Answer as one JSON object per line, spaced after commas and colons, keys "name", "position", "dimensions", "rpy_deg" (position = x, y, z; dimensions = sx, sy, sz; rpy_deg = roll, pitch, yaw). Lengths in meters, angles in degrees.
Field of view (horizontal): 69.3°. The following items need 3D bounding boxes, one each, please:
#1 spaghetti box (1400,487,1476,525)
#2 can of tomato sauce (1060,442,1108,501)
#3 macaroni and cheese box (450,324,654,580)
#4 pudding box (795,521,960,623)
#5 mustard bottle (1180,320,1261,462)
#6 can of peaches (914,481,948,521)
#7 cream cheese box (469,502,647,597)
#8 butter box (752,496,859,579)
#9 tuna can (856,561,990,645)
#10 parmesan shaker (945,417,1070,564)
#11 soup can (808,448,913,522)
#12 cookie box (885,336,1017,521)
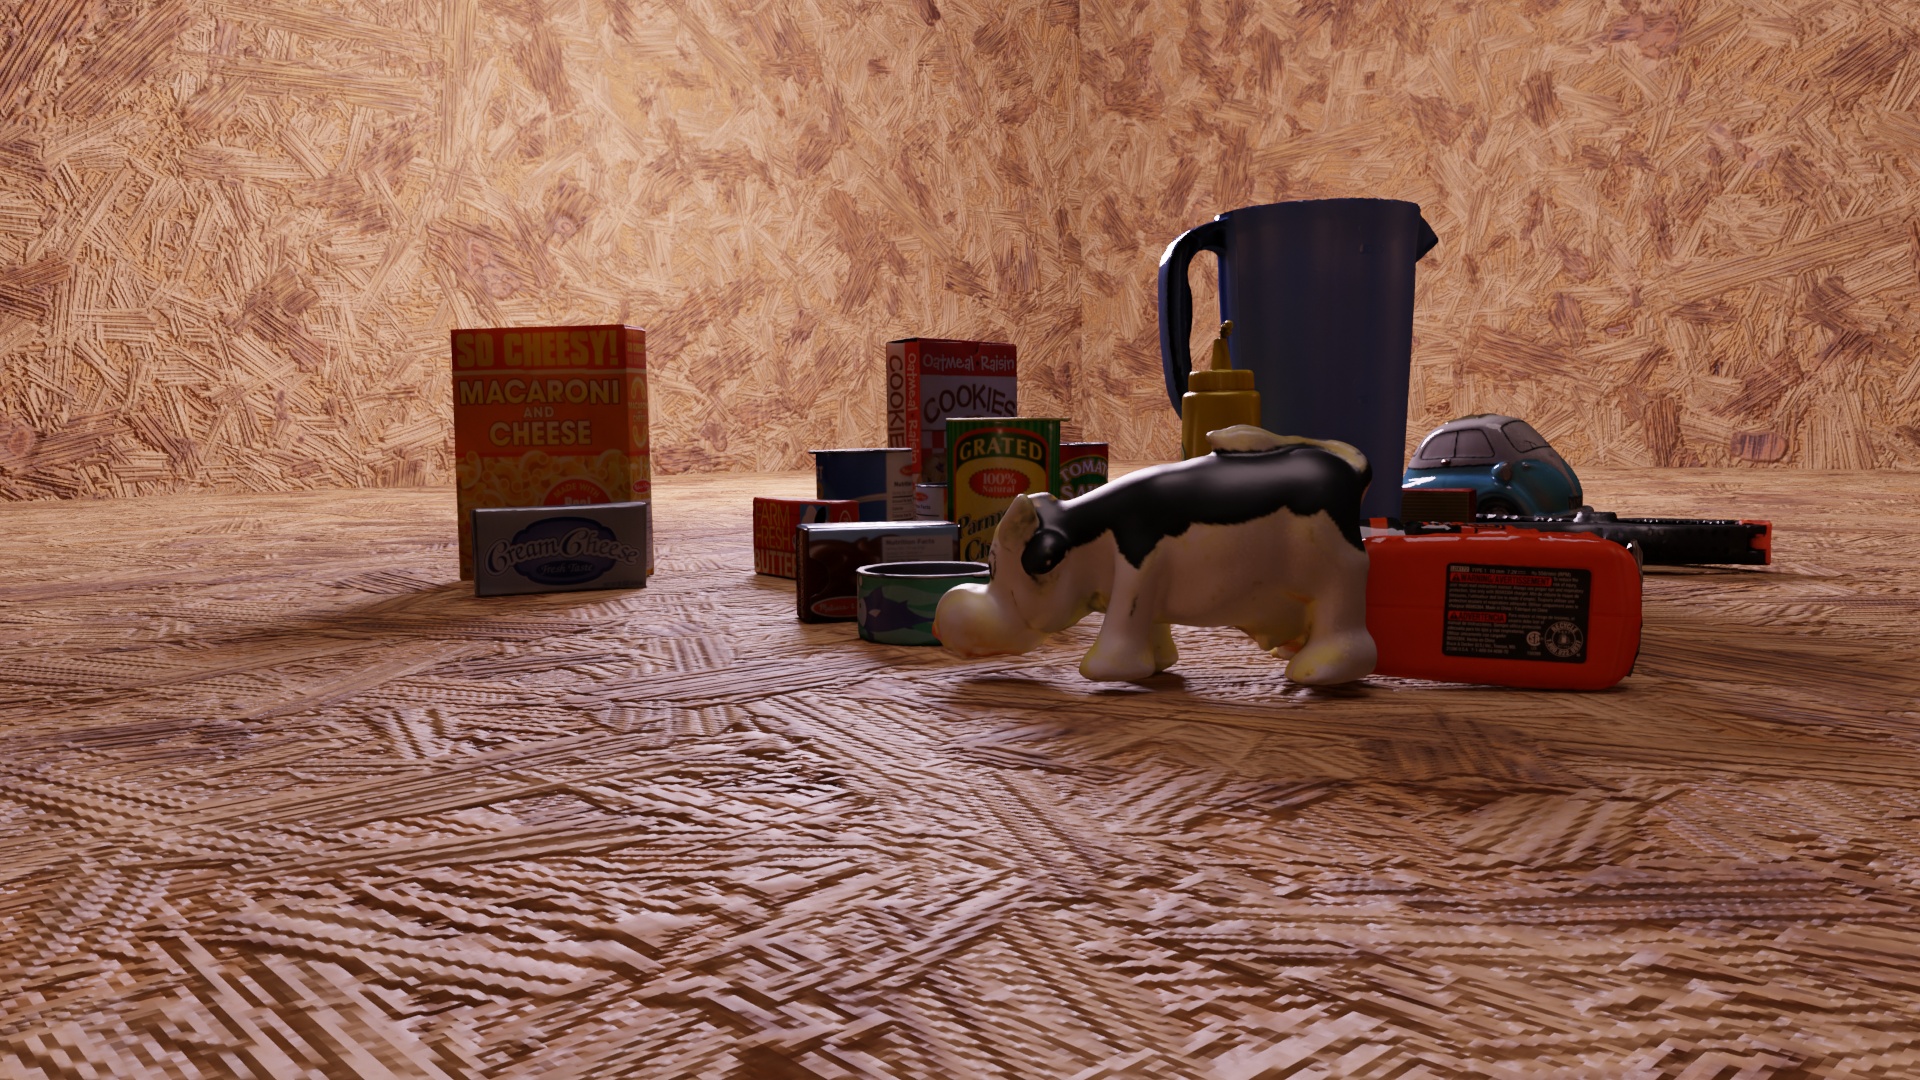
{"name": "spaghetti box", "position": [0.247, -0.015, 1.025], "dimensions": [0.250, 0.050, 0.029], "rpy_deg": [2, 5, 27]}
{"name": "can of tomato sauce", "position": [0.089, -0.038, 1.132], "dimensions": [0.071, 0.083, 0.071], "rpy_deg": [-1, 4, 0]}
{"name": "macaroni and cheese box", "position": [-0.271, -0.058, 0.923], "dimensions": [0.124, 0.166, 0.040], "rpy_deg": [0, 4, 8]}
{"name": "pudding box", "position": [-0.043, 0.015, 0.721], "dimensions": [0.084, 0.049, 0.030], "rpy_deg": [-2, 5, -18]}
{"name": "mustard bottle", "position": [0.159, -0.054, 0.850], "dimensions": [0.049, 0.160, 0.065], "rpy_deg": [0, 4, 10]}
{"name": "can of peaches", "position": [0.004, -0.012, 0.989], "dimensions": [0.071, 0.058, 0.071], "rpy_deg": [-1, 5, 0]}
{"name": "cream cheese box", "position": [-0.245, 0.005, 0.852], "dimensions": [0.104, 0.053, 0.024], "rpy_deg": [-3, 5, -24]}
{"name": "butter box", "position": [-0.102, -0.001, 0.904], "dimensions": [0.024, 0.053, 0.103], "rpy_deg": [-4, 6, -36]}
{"name": "tuna can", "position": [-0.014, 0.029, 0.653], "dimensions": [0.071, 0.032, 0.071], "rpy_deg": [-1, 5, 0]}
{"name": "parmesan shaker", "position": [0.028, -0.019, 0.797], "dimensions": [0.071, 0.103, 0.071], "rpy_deg": [-1, 4, 0]}
{"name": "soup can", "position": [-0.067, -0.020, 0.941], "dimensions": [0.071, 0.083, 0.071], "rpy_deg": [-1, 4, 0]}
{"name": "cookie box", "position": [-0.004, -0.080, 1.138], "dimensions": [0.040, 0.167, 0.123], "rpy_deg": [3, 6, 41]}
